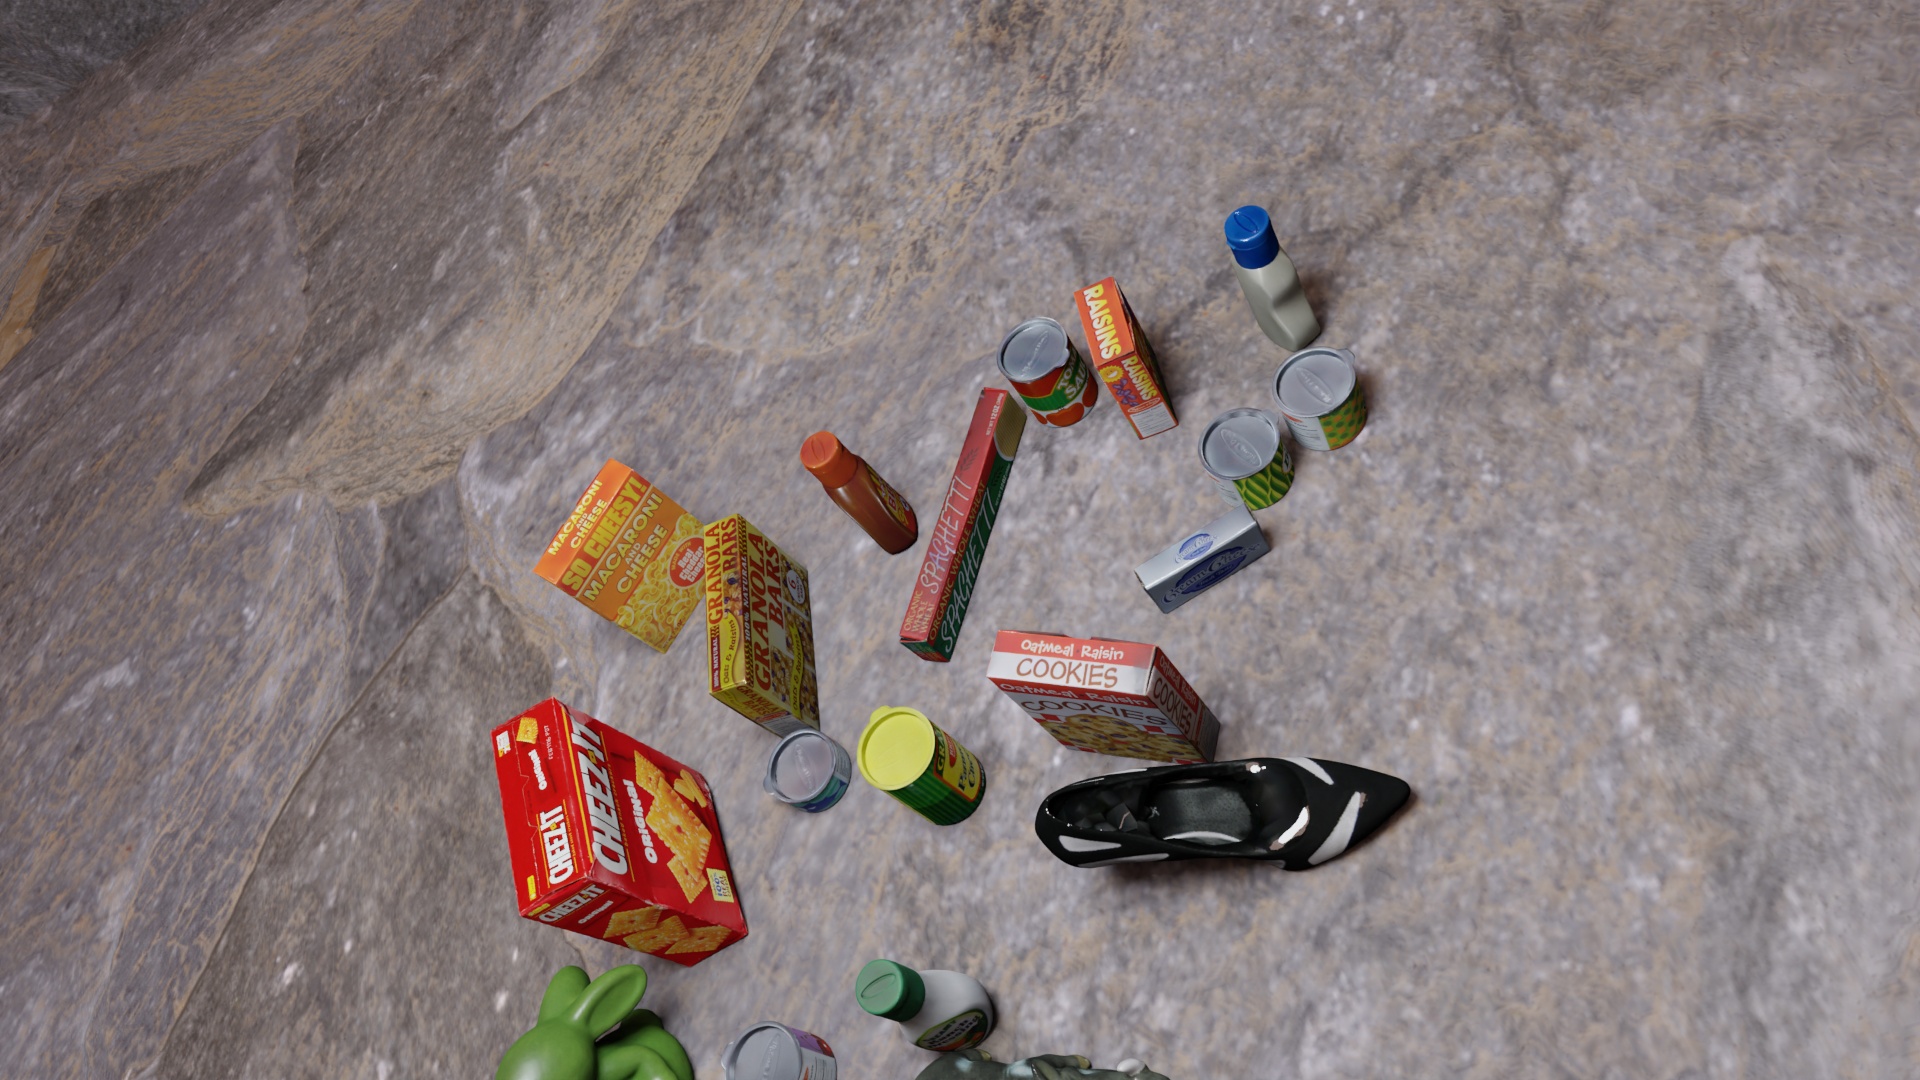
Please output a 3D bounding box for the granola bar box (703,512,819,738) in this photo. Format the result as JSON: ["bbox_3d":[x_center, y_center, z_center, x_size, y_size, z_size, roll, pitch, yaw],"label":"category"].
[{"bbox_3d":[-0.175,0.077,1.217,0.039,0.124,0.166,-19,57,17],"label":"granola bar box"}]

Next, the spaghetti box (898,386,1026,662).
[{"bbox_3d":[0.004,-0.015,1.223,0.028,0.050,0.251,6,67,30],"label":"spaghetti box"}]

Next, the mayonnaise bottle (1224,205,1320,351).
[{"bbox_3d":[0.254,-0.217,1.146,0.041,0.147,0.065,-40,53,3],"label":"mayonnaise bottle"}]

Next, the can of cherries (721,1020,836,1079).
[{"bbox_3d":[-0.138,0.404,1.060,0.071,0.058,0.072,-12,59,21],"label":"can of cherries"}]

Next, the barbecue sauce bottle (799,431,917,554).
[{"bbox_3d":[-0.090,-0.045,1.225,0.043,0.148,0.065,-31,54,9],"label":"barbecue sauce bottle"}]

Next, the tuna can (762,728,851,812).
[{"bbox_3d":[-0.131,0.198,1.185,0.071,0.032,0.071,-12,59,21],"label":"tuna can"}]

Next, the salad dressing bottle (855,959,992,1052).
[{"bbox_3d":[-0.026,0.330,0.988,0.064,0.147,0.044,-33,54,8],"label":"salad dressing bottle"}]

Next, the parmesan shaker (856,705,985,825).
[{"bbox_3d":[-0.030,0.178,1.101,0.071,0.103,0.071,-12,59,21],"label":"parmesan shaker"}]

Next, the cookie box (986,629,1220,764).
[{"bbox_3d":[0.109,0.117,1.024,0.123,0.167,0.040,3,66,28],"label":"cookie box"}]

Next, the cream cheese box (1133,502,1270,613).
[{"bbox_3d":[0.194,0.015,1.108,0.104,0.053,0.024,-32,54,8],"label":"cream cheese box"}]

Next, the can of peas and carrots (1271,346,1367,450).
[{"bbox_3d":[0.294,-0.116,1.126,0.071,0.058,0.071,-12,59,21],"label":"can of peas and carrots"}]

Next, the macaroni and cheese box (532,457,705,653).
[{"bbox_3d":[-0.300,0.017,1.286,0.040,0.166,0.124,23,76,34],"label":"macaroni and cheese box"}]

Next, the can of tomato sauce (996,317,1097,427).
[{"bbox_3d":[0.080,-0.148,1.237,0.071,0.083,0.071,-12,59,21],"label":"can of tomato sauce"}]

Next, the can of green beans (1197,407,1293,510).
[{"bbox_3d":[0.233,-0.066,1.130,0.071,0.057,0.071,-12,59,21],"label":"can of green beans"}]

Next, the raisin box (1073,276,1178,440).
[{"bbox_3d":[0.142,-0.154,1.183,0.040,0.123,0.086,-21,56,16],"label":"raisin box"}]
